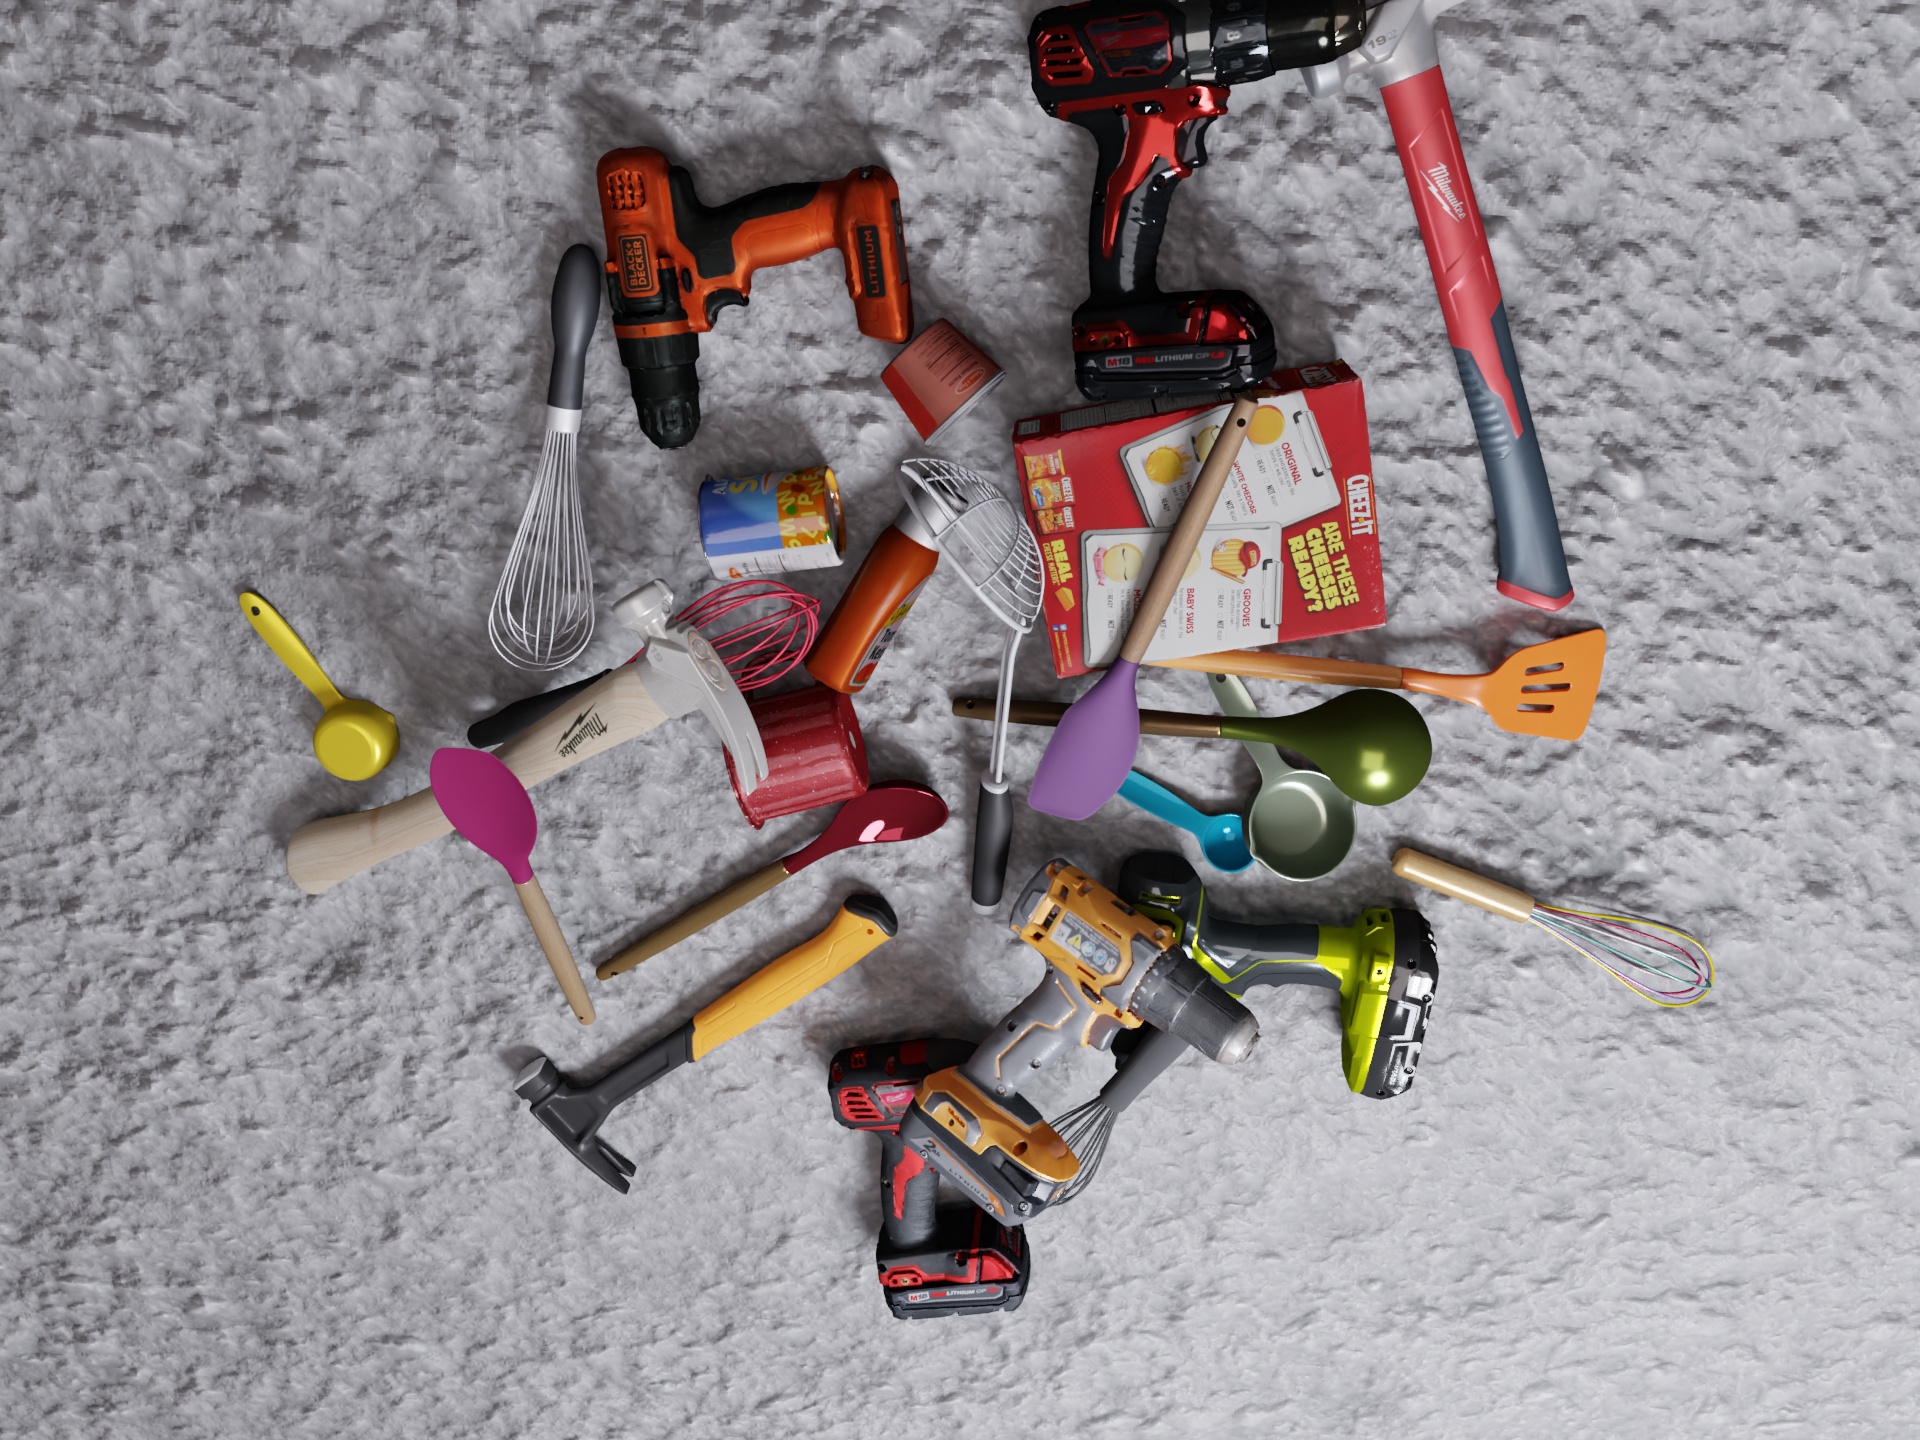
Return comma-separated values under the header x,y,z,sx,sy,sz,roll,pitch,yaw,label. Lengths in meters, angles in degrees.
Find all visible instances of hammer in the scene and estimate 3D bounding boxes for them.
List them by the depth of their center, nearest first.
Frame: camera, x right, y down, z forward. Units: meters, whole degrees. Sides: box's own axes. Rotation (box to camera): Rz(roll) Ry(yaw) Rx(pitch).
x,y,z,sx,sy,sz,roll,pitch,yaw,label
0.329,-0.249,0.969,0.143,0.038,0.386,-19,110,10,hammer
-0.316,0.048,1.091,0.410,0.038,0.146,-24,103,28,hammer
-0.180,0.237,1.212,0.337,0.034,0.127,-35,105,17,hammer

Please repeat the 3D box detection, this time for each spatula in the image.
x,y,z,sx,sy,sz,roll,pitch,yaw,label
0.118,-0.060,0.996,0.059,0.018,0.315,15,122,-10,spatula
0.269,-0.033,1.068,0.322,0.041,0.081,6,112,5,spatula

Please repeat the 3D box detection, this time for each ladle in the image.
x,y,z,sx,sy,sz,roll,pitch,yaw,label
0.151,0.007,1.069,0.320,0.062,0.078,4,72,18,ladle
-0.145,0.119,1.163,0.315,0.031,0.069,-30,134,18,ladle

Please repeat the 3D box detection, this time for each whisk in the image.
x,y,z,sx,sy,sz,roll,pitch,yaw,label
-0.264,-0.166,1.040,0.070,0.070,0.284,11,108,0,whisk
-0.220,-0.030,1.079,0.296,0.073,0.073,-19,110,23,whisk
0.420,0.145,1.125,0.245,0.051,0.047,21,118,-1,whisk
0.113,0.272,1.142,0.055,0.055,0.239,31,116,-9,whisk

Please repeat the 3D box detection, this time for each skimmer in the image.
x,y,z,sx,sy,sz,roll,pitch,yaw,label
-0.002,-0.003,1.042,0.090,0.127,0.363,-8,130,-14,skimmer

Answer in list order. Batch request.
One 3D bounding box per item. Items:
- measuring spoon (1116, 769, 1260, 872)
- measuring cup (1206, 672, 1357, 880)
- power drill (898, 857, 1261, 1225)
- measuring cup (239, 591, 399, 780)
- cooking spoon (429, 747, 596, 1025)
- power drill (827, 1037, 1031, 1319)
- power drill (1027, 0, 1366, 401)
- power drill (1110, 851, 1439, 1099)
x,y,z,sx,sy,sz,roll,pitch,yaw,label
0.152,0.065,1.126,0.128,0.021,0.042,30,85,1,measuring spoon
0.210,0.032,1.099,0.083,0.038,0.167,-29,90,-5,measuring cup
0.081,0.234,1.089,0.185,0.084,0.226,34,101,21,power drill
-0.461,-0.023,1.125,0.062,0.029,0.156,-28,109,15,measuring cup
-0.300,0.124,1.112,0.069,0.017,0.318,5,138,10,cooking spoon
-0.013,0.345,1.224,0.143,0.079,0.219,-8,109,7,power drill
0.141,-0.308,0.922,0.188,0.080,0.226,0,110,19,power drill
0.215,0.193,1.144,0.223,0.080,0.171,8,112,5,power drill
